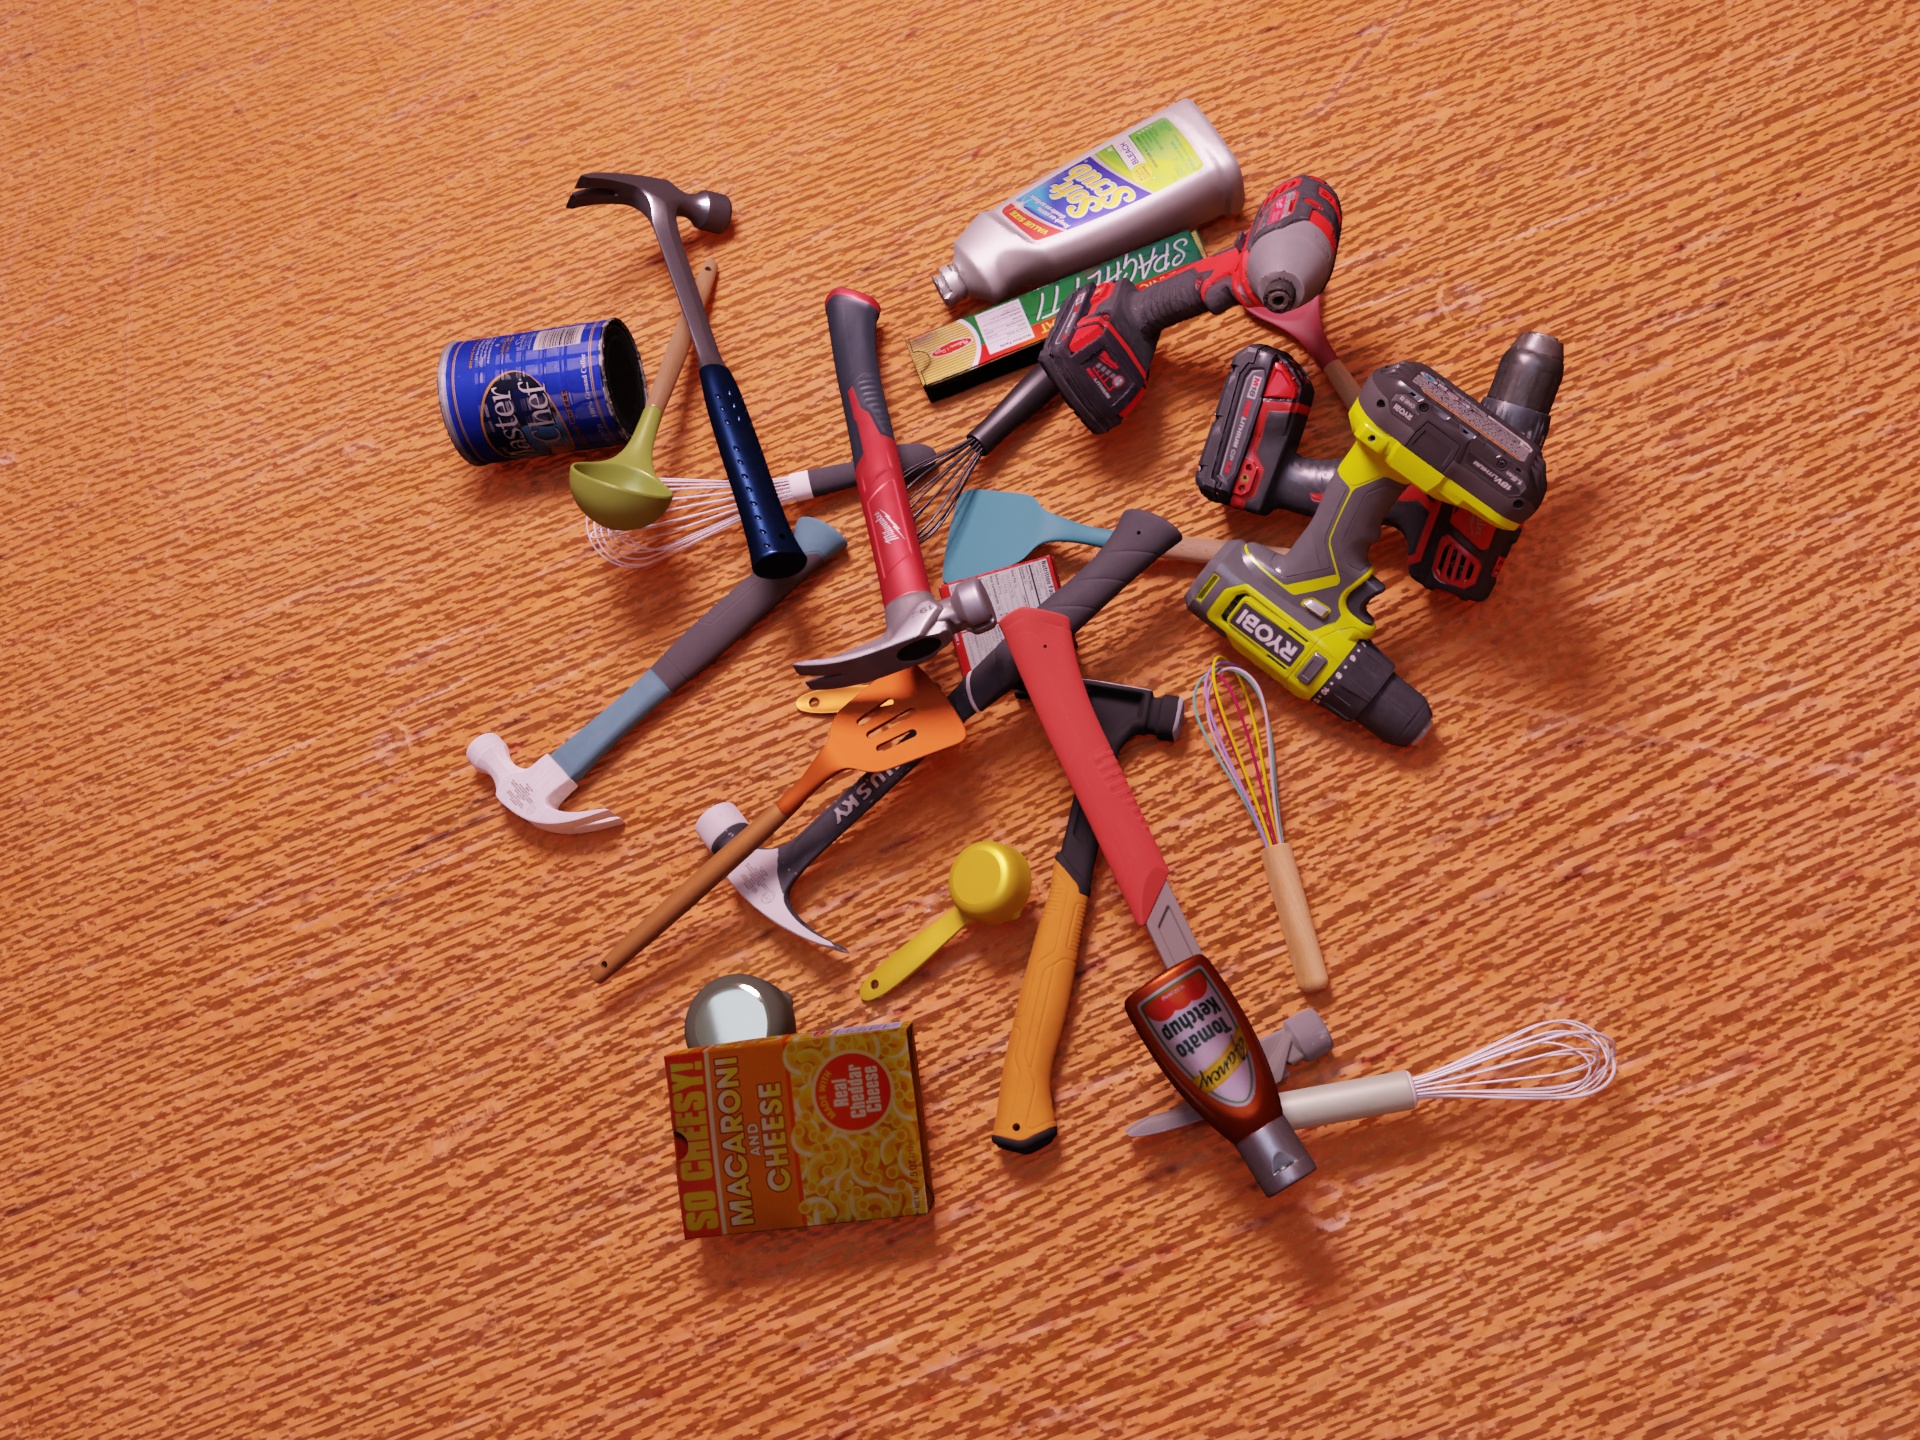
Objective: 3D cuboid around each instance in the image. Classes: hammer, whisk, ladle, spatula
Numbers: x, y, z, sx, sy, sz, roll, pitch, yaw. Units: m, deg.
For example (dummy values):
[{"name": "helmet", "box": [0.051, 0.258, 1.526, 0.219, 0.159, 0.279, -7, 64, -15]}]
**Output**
[{"name": "hammer", "box": [-0.202, -0.283, 1.254, 0.144, 0.035, 0.406, 1, 56, -37]}, {"name": "whisk", "box": [-0.157, -0.178, 1.262, 0.284, 0.070, 0.070, -12, 68, 1]}, {"name": "hammer", "box": [0.065, 0.130, 1.112, 0.127, 0.034, 0.337, 9, 72, 13]}, {"name": "hammer", "box": [-0.078, -0.192, 1.205, 0.143, 0.038, 0.387, -21, 52, 10]}, {"name": "hammer", "box": [-0.002, -0.004, 1.141, 0.409, 0.036, 0.149, -42, 65, 3]}, {"name": "ladle", "box": [-0.236, -0.273, 1.268, 0.078, 0.062, 0.320, 17, 54, -8]}, {"name": "hammer", "box": [-0.222, -0.041, 1.232, 0.331, 0.033, 0.128, -43, 67, -6]}, {"name": "spatula", "box": [-0.139, 0.082, 1.132, 0.322, 0.041, 0.081, -41, 66, 7]}, {"name": "whisk", "box": [0.295, 0.234, 1.014, 0.246, 0.059, 0.058, -11, 41, 4]}, {"name": "whisk", "box": [0.014, -0.214, 1.245, 0.055, 0.055, 0.239, 39, 75, 21]}, {"name": "spatula", "box": [0.143, -0.129, 1.201, 0.317, 0.044, 0.082, 8, 70, 9]}, {"name": "whisk", "box": [0.210, 0.068, 1.104, 0.051, 0.047, 0.245, -14, 71, 4]}, {"name": "ladle", "box": [0.298, -0.253, 1.214, 0.069, 0.031, 0.316, -29, 69, 5]}, {"name": "hammer", "box": [0.106, 0.091, 1.073, 0.149, 0.036, 0.359, -25, 81, -3]}]

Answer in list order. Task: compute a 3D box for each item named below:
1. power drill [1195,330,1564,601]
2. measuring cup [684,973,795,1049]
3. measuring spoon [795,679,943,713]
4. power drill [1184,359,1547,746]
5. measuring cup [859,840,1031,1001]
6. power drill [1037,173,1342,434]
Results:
[{"name": "power drill", "box": [0.301, -0.204, 1.132, 0.227, 0.080, 0.188, 22, 105, 18]}, {"name": "measuring cup", "box": [-0.132, 0.249, 1.103, 0.083, 0.038, 0.168, -36, 67, -4]}, {"name": "measuring spoon", "box": [-0.069, -0.016, 1.207, 0.117, 0.011, 0.021, -5, 69, 13]}, {"name": "power drill", "box": [0.286, -0.106, 1.076, 0.190, 0.080, 0.228, 38, 123, 7]}, {"name": "measuring cup", "box": [-0.018, 0.143, 1.107, 0.156, 0.029, 0.062, -41, 56, 10]}, {"name": "power drill", "box": [0.171, -0.302, 1.157, 0.219, 0.078, 0.143, -22, 31, 35]}]
